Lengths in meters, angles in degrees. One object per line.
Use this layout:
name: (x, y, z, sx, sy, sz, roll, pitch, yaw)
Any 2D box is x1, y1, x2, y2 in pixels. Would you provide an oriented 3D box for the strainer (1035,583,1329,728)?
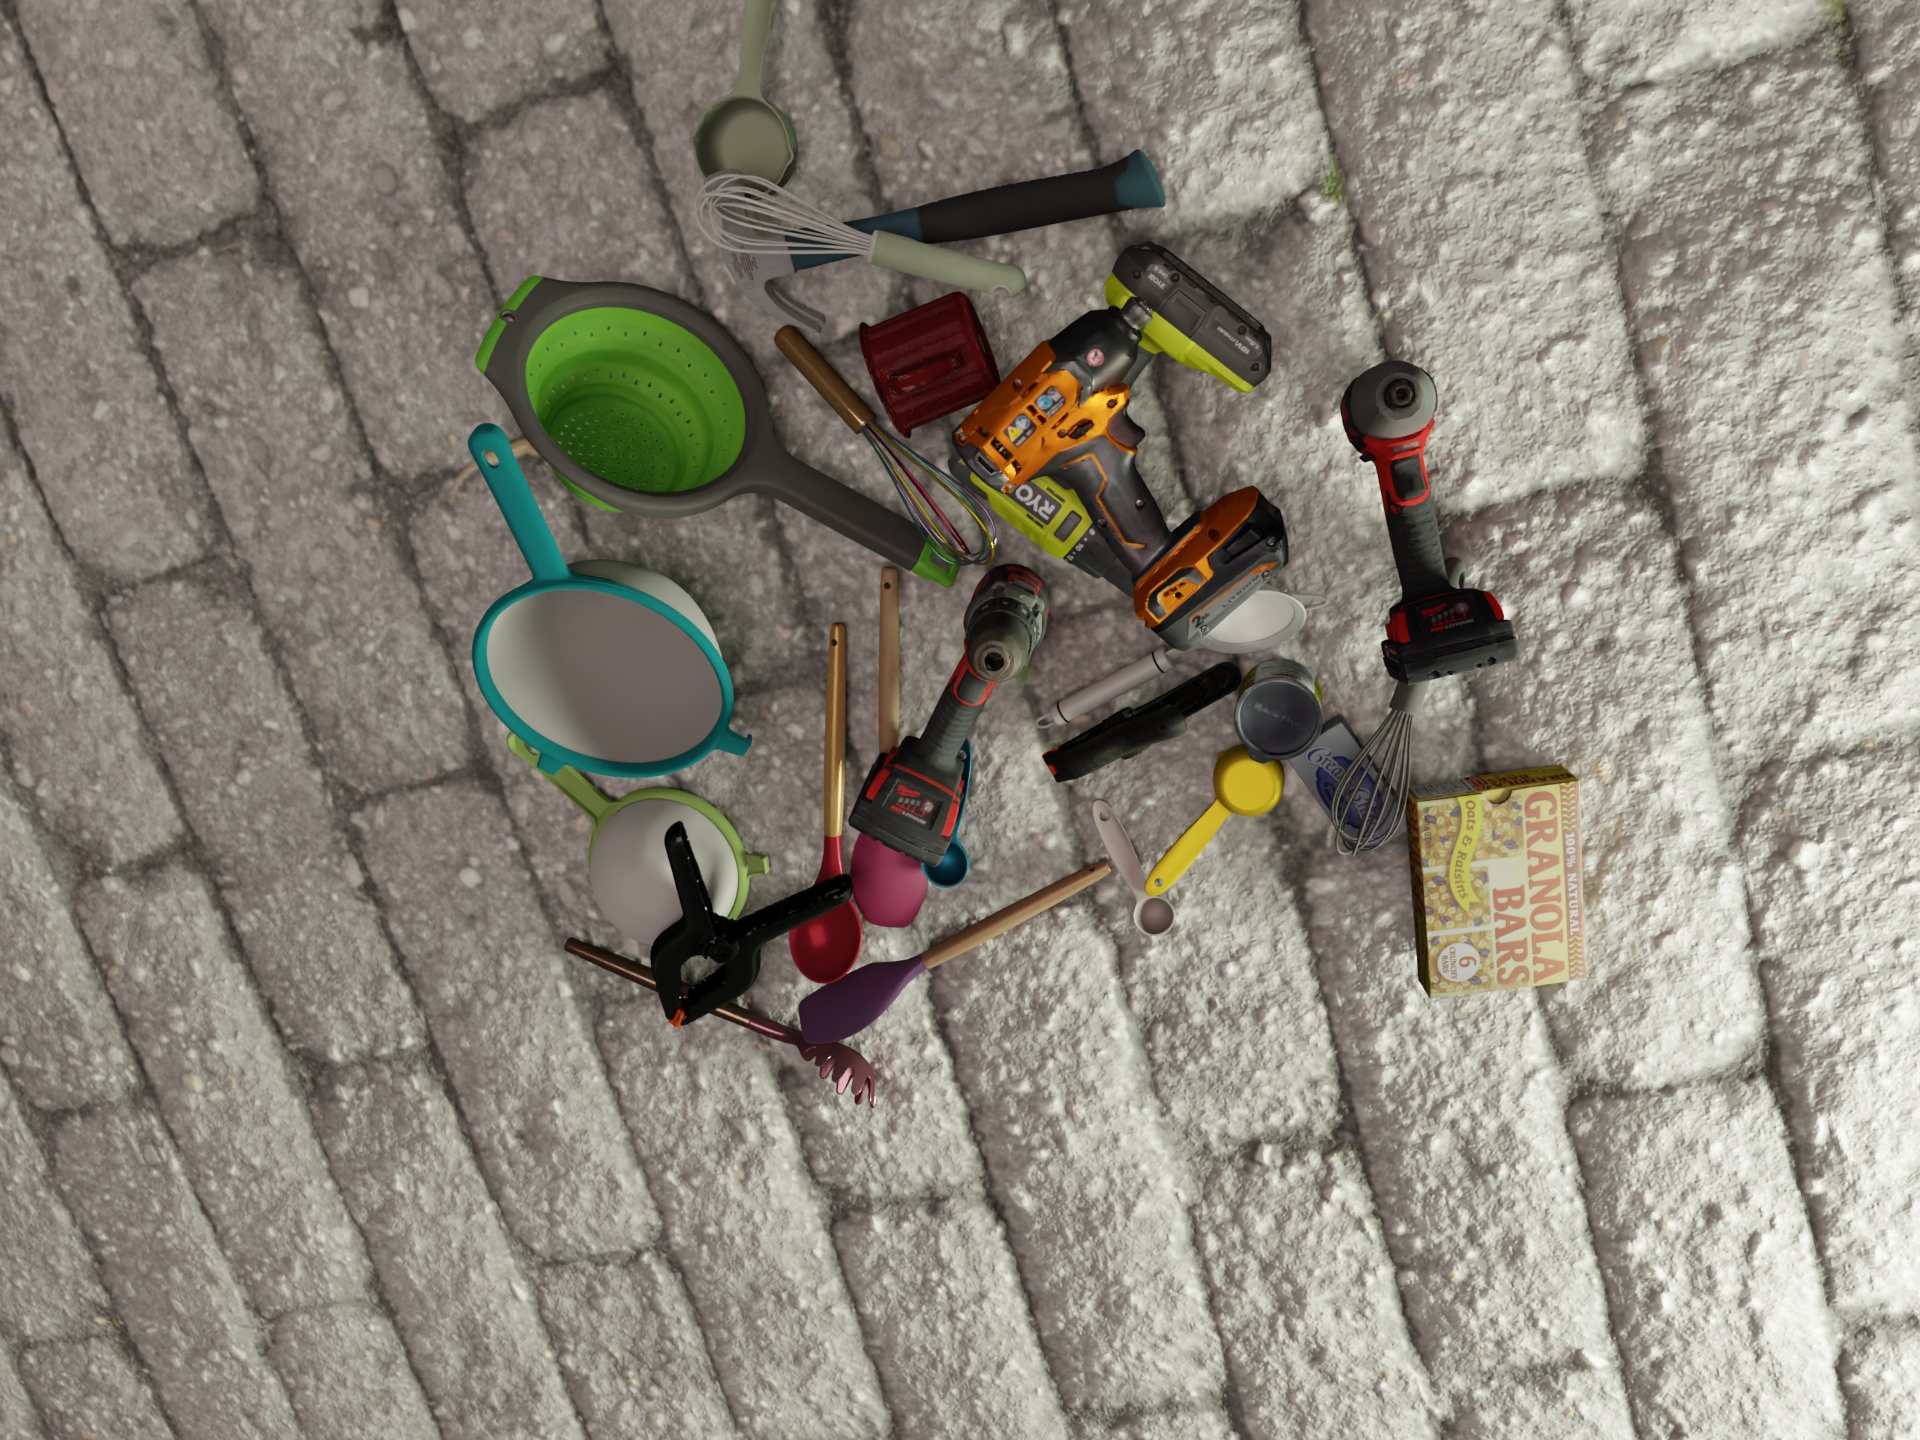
strainer: (0.164, -0.053, 1.242, 0.258, 0.050, 0.086, -28, 142, 24)

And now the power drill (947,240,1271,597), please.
power drill: (0.127, -0.217, 1.184, 0.190, 0.080, 0.228, 37, 113, -4)

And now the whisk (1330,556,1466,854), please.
whisk: (0.332, -0.009, 1.198, 0.055, 0.055, 0.239, 19, 96, 7)

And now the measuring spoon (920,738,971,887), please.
measuring spoon: (-0.004, 0.076, 1.334, 0.042, 0.021, 0.128, 12, 99, 16)

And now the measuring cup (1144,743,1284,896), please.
measuring cup: (0.199, 0.086, 1.274, 0.062, 0.029, 0.156, 38, 104, 0)

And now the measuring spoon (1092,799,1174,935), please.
measuring spoon: (0.140, 0.120, 1.315, 0.034, 0.018, 0.124, -26, 92, 9)

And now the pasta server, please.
pasta server: (-0.215, 0.265, 1.422, 0.316, 0.060, 0.040, 21, 69, 8)

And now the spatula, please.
spatula: (-0.008, 0.196, 1.357, 0.316, 0.060, 0.018, -30, 139, 15)

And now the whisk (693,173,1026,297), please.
whisk: (-0.071, -0.346, 1.154, 0.246, 0.058, 0.059, 12, 79, -8)

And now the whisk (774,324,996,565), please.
whisk: (-0.061, -0.212, 1.242, 0.051, 0.047, 0.245, -42, 87, -3)

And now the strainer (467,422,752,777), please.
strainer: (-0.296, -0.105, 1.259, 0.211, 0.095, 0.340, -6, 130, 14)

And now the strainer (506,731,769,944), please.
strainer: (-0.303, 0.103, 1.376, 0.256, 0.069, 0.151, 42, 110, -4)

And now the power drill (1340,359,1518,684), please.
power drill: (0.318, -0.141, 1.108, 0.078, 0.143, 0.219, -14, 92, 9)

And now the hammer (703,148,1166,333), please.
hammer: (-0.016, -0.370, 1.177, 0.331, 0.033, 0.128, -8, 125, 10)

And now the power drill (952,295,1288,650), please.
power drill: (0.127, -0.177, 1.118, 0.226, 0.084, 0.164, 42, 113, -12)

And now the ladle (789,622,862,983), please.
ladle: (-0.109, 0.072, 1.347, 0.069, 0.031, 0.315, 9, 106, 20)

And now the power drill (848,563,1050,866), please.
power drill: (-0.002, -0.004, 1.213, 0.080, 0.188, 0.226, 27, 109, -3)

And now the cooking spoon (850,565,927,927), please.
cooking spoon: (-0.060, 0.028, 1.327, 0.069, 0.017, 0.318, 5, 108, 11)

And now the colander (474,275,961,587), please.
colander: (-0.188, -0.192, 1.250, 0.397, 0.205, 0.094, 28, 146, -13)

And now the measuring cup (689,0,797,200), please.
measuring cup: (-0.153, -0.475, 1.190, 0.083, 0.038, 0.167, 13, 107, 9)
